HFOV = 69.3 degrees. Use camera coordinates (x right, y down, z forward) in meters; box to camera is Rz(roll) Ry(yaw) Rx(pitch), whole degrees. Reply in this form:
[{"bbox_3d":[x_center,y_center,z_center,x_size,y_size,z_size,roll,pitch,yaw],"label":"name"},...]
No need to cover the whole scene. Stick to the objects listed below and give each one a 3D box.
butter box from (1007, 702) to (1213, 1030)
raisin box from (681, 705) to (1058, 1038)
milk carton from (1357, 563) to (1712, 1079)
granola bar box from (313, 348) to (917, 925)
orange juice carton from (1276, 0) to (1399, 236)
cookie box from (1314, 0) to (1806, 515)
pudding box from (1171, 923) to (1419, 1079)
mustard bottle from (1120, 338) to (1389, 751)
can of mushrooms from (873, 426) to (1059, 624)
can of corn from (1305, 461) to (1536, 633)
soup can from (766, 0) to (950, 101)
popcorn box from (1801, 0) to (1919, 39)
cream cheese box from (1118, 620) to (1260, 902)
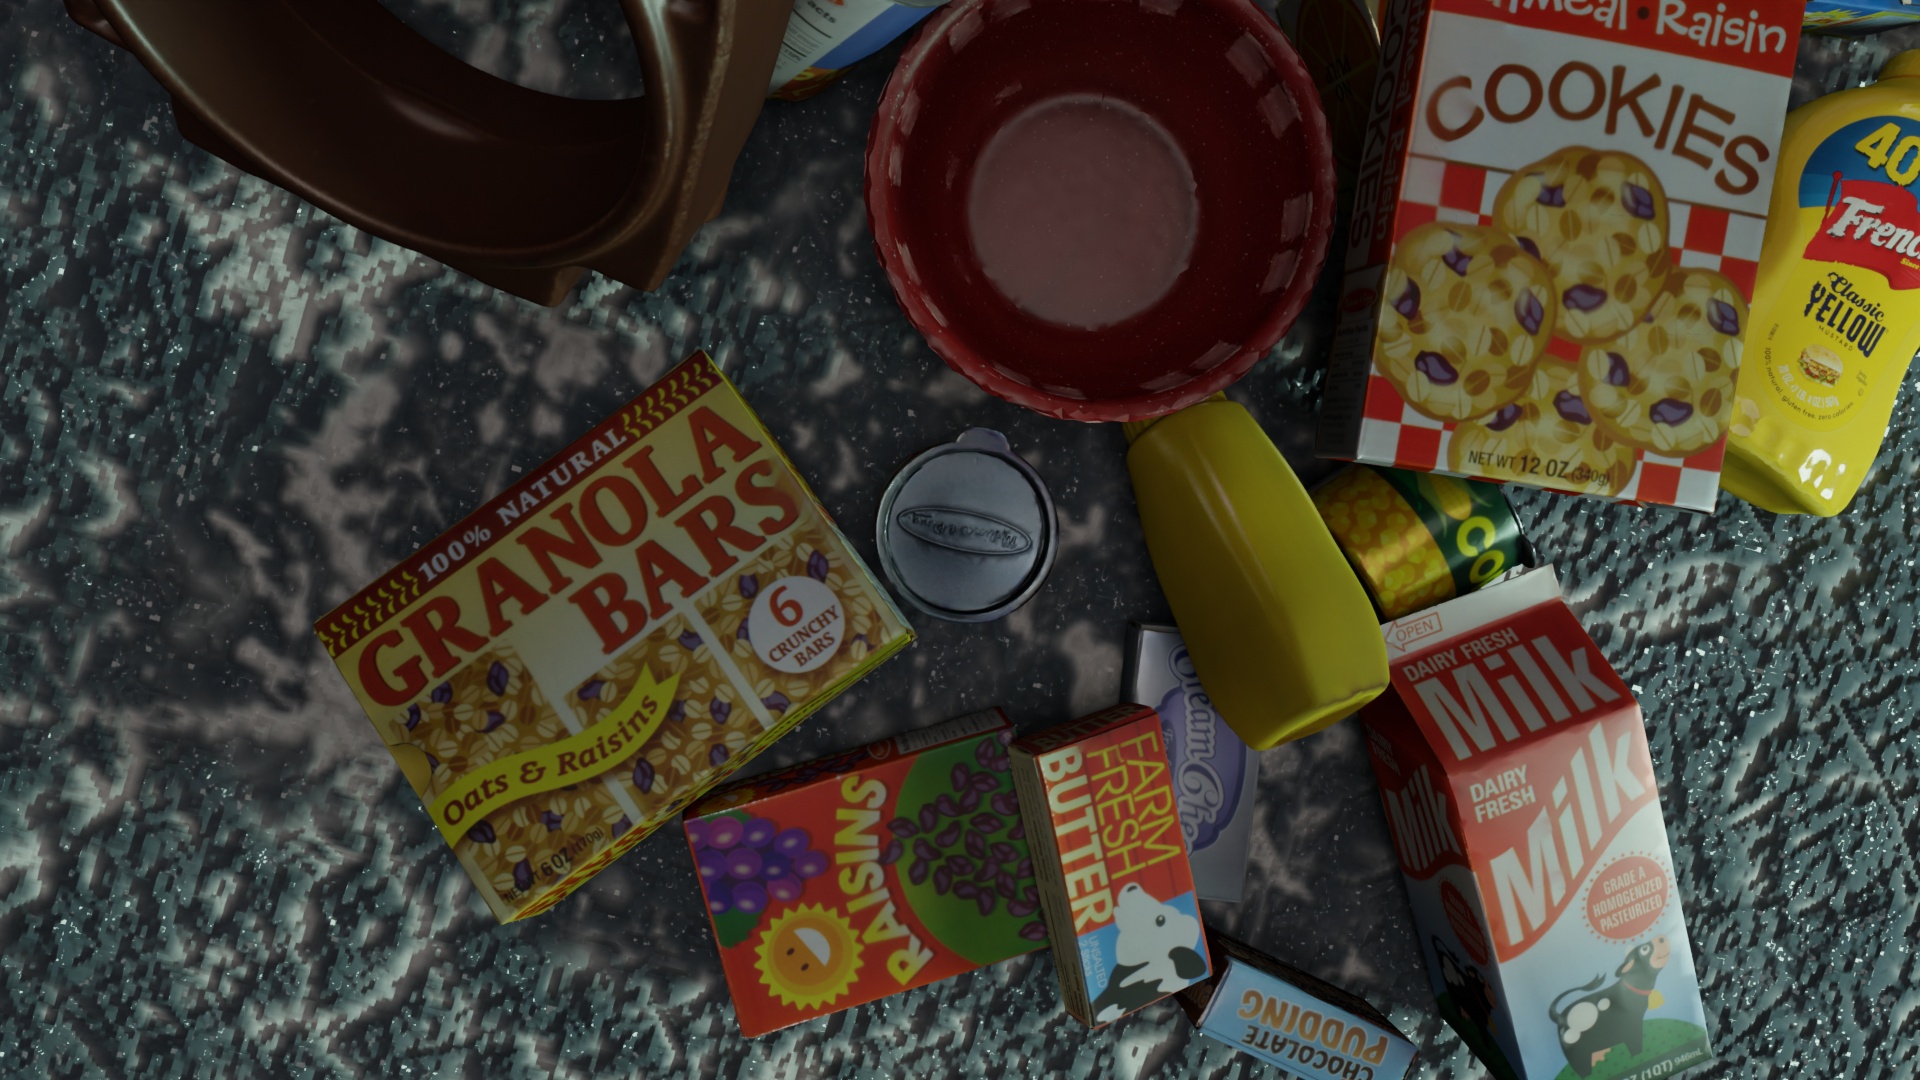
[{"bbox_3d":[0.054,0.115,0.496,0.053,0.024,0.103,-15,96,-25],"label":"butter box"},{"bbox_3d":[-0.031,0.120,0.512,0.123,0.040,0.086,-15,96,-6],"label":"raisin box"},{"bbox_3d":[0.203,0.105,0.504,0.072,0.073,0.190,-20,106,-5],"label":"milk carton"},{"bbox_3d":[-0.118,0.032,0.481,0.165,0.039,0.124,-36,80,-3],"label":"granola bar box"},{"bbox_3d":[0.187,-0.123,0.503,0.072,0.073,0.192,-20,96,-5],"label":"orange juice carton"},{"bbox_3d":[0.191,-0.100,0.447,0.123,0.040,0.167,8,94,-7],"label":"cookie box"},{"bbox_3d":[0.123,0.180,0.527,0.084,0.049,0.030,27,89,-7],"label":"pudding box"},{"bbox_3d":[0.095,-0.008,0.497,0.049,0.065,0.160,-11,68,-26],"label":"mustard bottle"},{"bbox_3d":[0.002,-0.006,0.510,0.071,0.033,0.071,0,94,-6],"label":"can of mushrooms"},{"bbox_3d":[0.163,-0.001,0.510,0.058,0.071,0.071,-33,97,-2],"label":"can of corn"},{"bbox_3d":[-0.043,-0.193,0.459,0.071,0.083,0.071,6,79,-36],"label":"soup can"},{"bbox_3d":[0.321,-0.256,0.514,0.085,0.038,0.126,-6,95,-28],"label":"popcorn box"},{"bbox_3d":[0.085,0.083,0.530,0.053,0.024,0.103,6,93,-7],"label":"cream cheese box"}]
